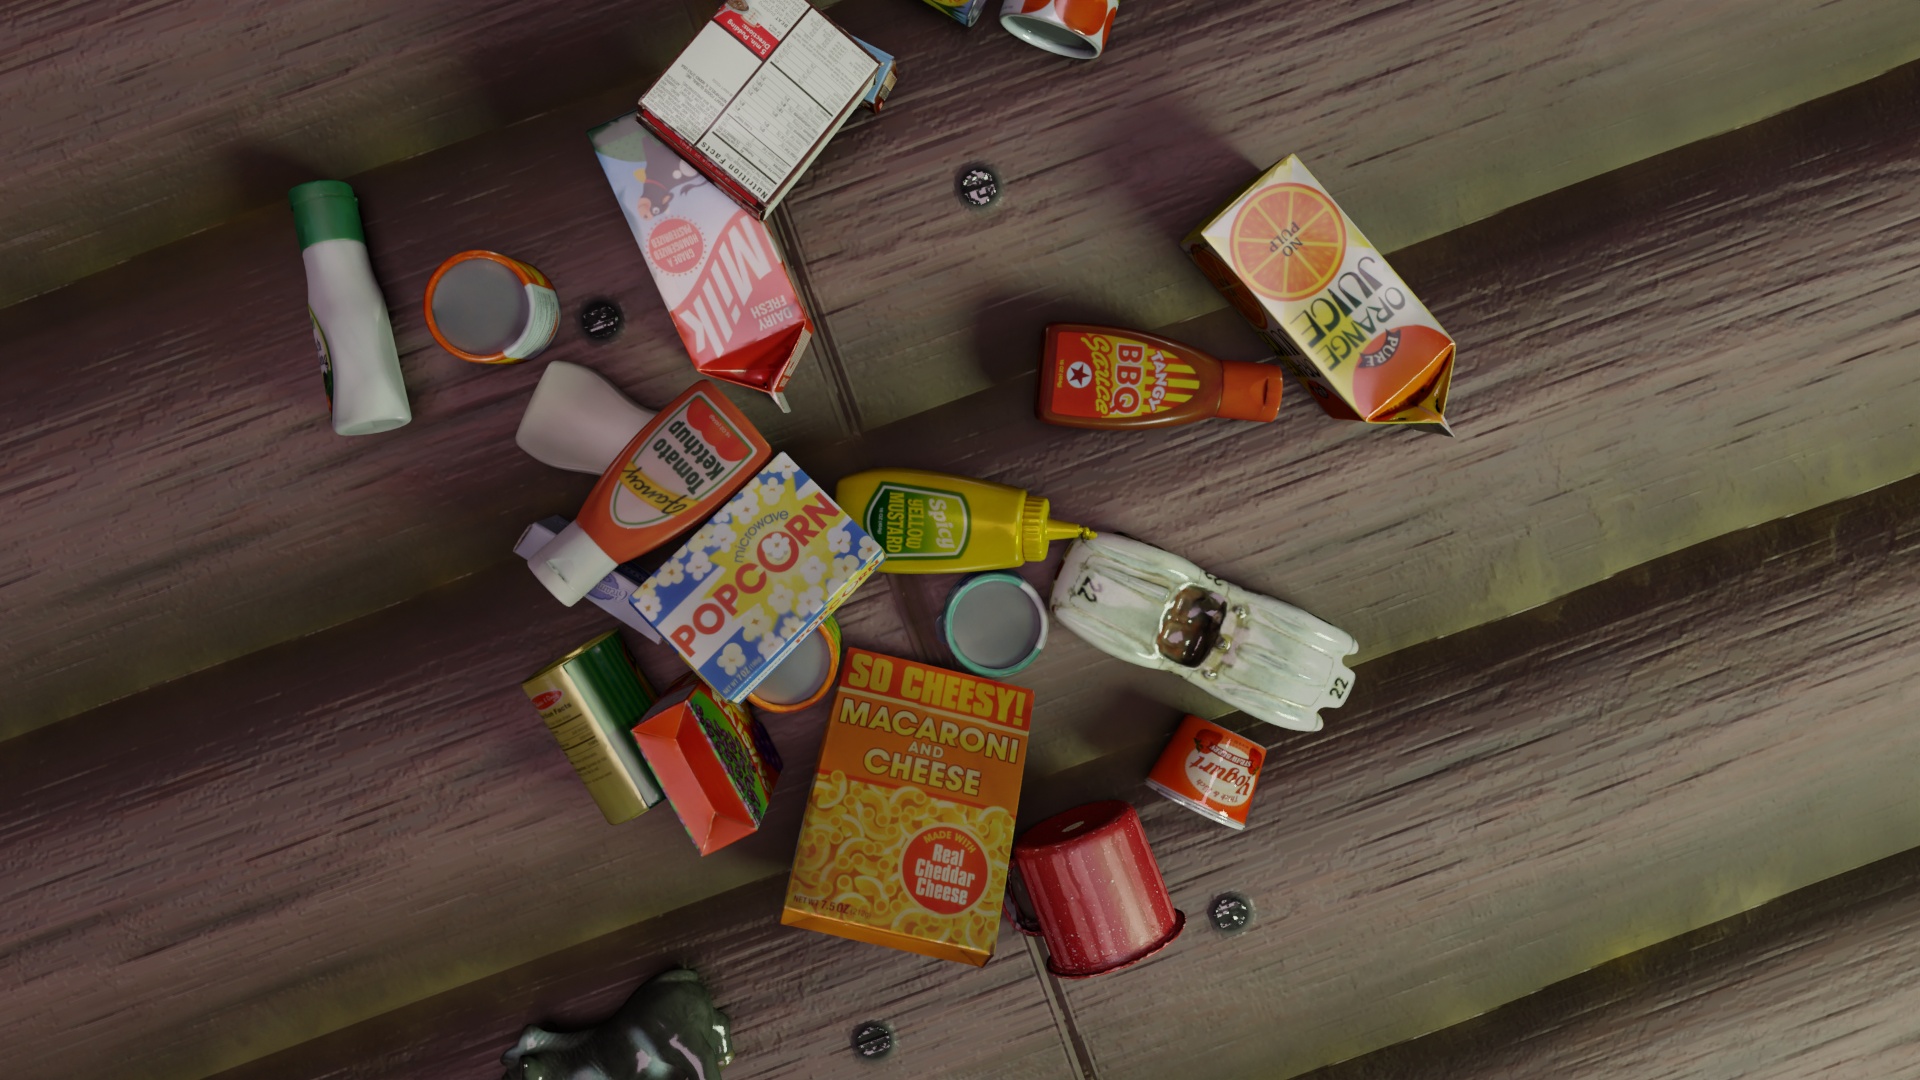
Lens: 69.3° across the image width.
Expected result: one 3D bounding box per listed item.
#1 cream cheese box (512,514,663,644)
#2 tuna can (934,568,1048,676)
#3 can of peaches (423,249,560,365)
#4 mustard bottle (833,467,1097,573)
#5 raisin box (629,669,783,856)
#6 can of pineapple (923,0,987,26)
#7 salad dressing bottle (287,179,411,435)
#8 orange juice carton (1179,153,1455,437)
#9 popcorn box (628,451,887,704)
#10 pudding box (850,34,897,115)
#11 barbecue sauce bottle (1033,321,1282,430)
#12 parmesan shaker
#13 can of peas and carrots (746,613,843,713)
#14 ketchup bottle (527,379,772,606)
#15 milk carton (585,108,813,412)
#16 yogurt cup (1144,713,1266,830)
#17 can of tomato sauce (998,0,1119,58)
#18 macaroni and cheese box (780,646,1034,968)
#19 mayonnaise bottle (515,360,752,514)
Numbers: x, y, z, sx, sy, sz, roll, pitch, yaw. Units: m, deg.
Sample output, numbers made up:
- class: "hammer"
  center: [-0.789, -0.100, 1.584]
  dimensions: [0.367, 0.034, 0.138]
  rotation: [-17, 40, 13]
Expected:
- class: "cream cheese box"
  center: [-0.217, 0.022, 0.852]
  dimensions: [0.104, 0.053, 0.024]
  rotation: [33, 96, -5]
- class: "tuna can"
  center: [0.019, 0.052, 0.875]
  dimensions: [0.071, 0.033, 0.071]
  rotation: [0, 95, -3]
- class: "can of peaches"
  center: [-0.282, -0.139, 0.832]
  dimensions: [0.071, 0.058, 0.071]
  rotation: [0, 96, -3]
- class: "mustard bottle"
  center: [0.003, -0.011, 0.847]
  dimensions: [0.160, 0.049, 0.065]
  rotation: [2, 94, 10]
- class: "raisin box"
  center: [-0.148, 0.124, 0.829]
  dimensions: [0.040, 0.123, 0.086]
  rotation: [-28, 96, 2]
- class: "can of pineapple"
  center: [-0.005, -0.347, 0.819]
  dimensions: [0.058, 0.071, 0.071]
  rotation: [28, 94, -4]
- class: "salad dressing bottle"
  center: [-0.366, -0.139, 0.829]
  dimensions: [0.044, 0.064, 0.147]
  rotation: [-13, 87, -20]
- class: "orange juice carton"
  center: [0.228, -0.136, 0.847]
  dimensions: [0.073, 0.072, 0.192]
  rotation: [-42, 95, 3]
- class: "popcorn box"
  center: [-0.117, 0.022, 0.810]
  dimensions: [0.085, 0.038, 0.127]
  rotation: [44, 82, 9]
- class: "pudding box"
  center: [-0.081, -0.290, 0.830]
  dimensions: [0.084, 0.050, 0.030]
  rotation: [26, 96, -5]
- class: "barbecue sauce bottle"
  center: [0.122, -0.098, 0.861]
  dimensions: [0.149, 0.044, 0.064]
  rotation: [5, 94, -3]
- class: "parmesan shaker"
  center: [-0.216, 0.115, 0.857]
  dimensions: [0.071, 0.071, 0.103]
  rotation: [-30, 97, 1]
- class: "can of peas and carrots"
  center: [-0.106, 0.071, 0.859]
  dimensions: [0.071, 0.059, 0.071]
  rotation: [0, 96, -2]
- class: "ketchup bottle"
  center: [-0.183, -0.024, 0.809]
  dimensions: [0.149, 0.043, 0.064]
  rotation: [-43, 93, -7]
- class: "milk carton"
  center: [-0.143, -0.163, 0.828]
  dimensions: [0.073, 0.072, 0.190]
  rotation: [-24, 96, 0]
- class: "yogurt cup"
  center: [0.157, 0.144, 0.876]
  dimensions: [0.072, 0.072, 0.054]
  rotation: [25, 86, -5]
- class: "can of tomato sauce"
  center: [0.068, -0.338, 0.824]
  dimensions: [0.071, 0.071, 0.083]
  rotation: [19, 95, -4]
- class: "macaroni and cheese box"
  center: [-0.029, 0.158, 0.837]
  dimensions: [0.124, 0.040, 0.167]
  rotation: [14, 59, -4]
- class: "mayonnaise bottle"
  center: [-0.192, -0.054, 0.853]
  dimensions: [0.148, 0.041, 0.064]
  rotation: [25, 90, -6]
